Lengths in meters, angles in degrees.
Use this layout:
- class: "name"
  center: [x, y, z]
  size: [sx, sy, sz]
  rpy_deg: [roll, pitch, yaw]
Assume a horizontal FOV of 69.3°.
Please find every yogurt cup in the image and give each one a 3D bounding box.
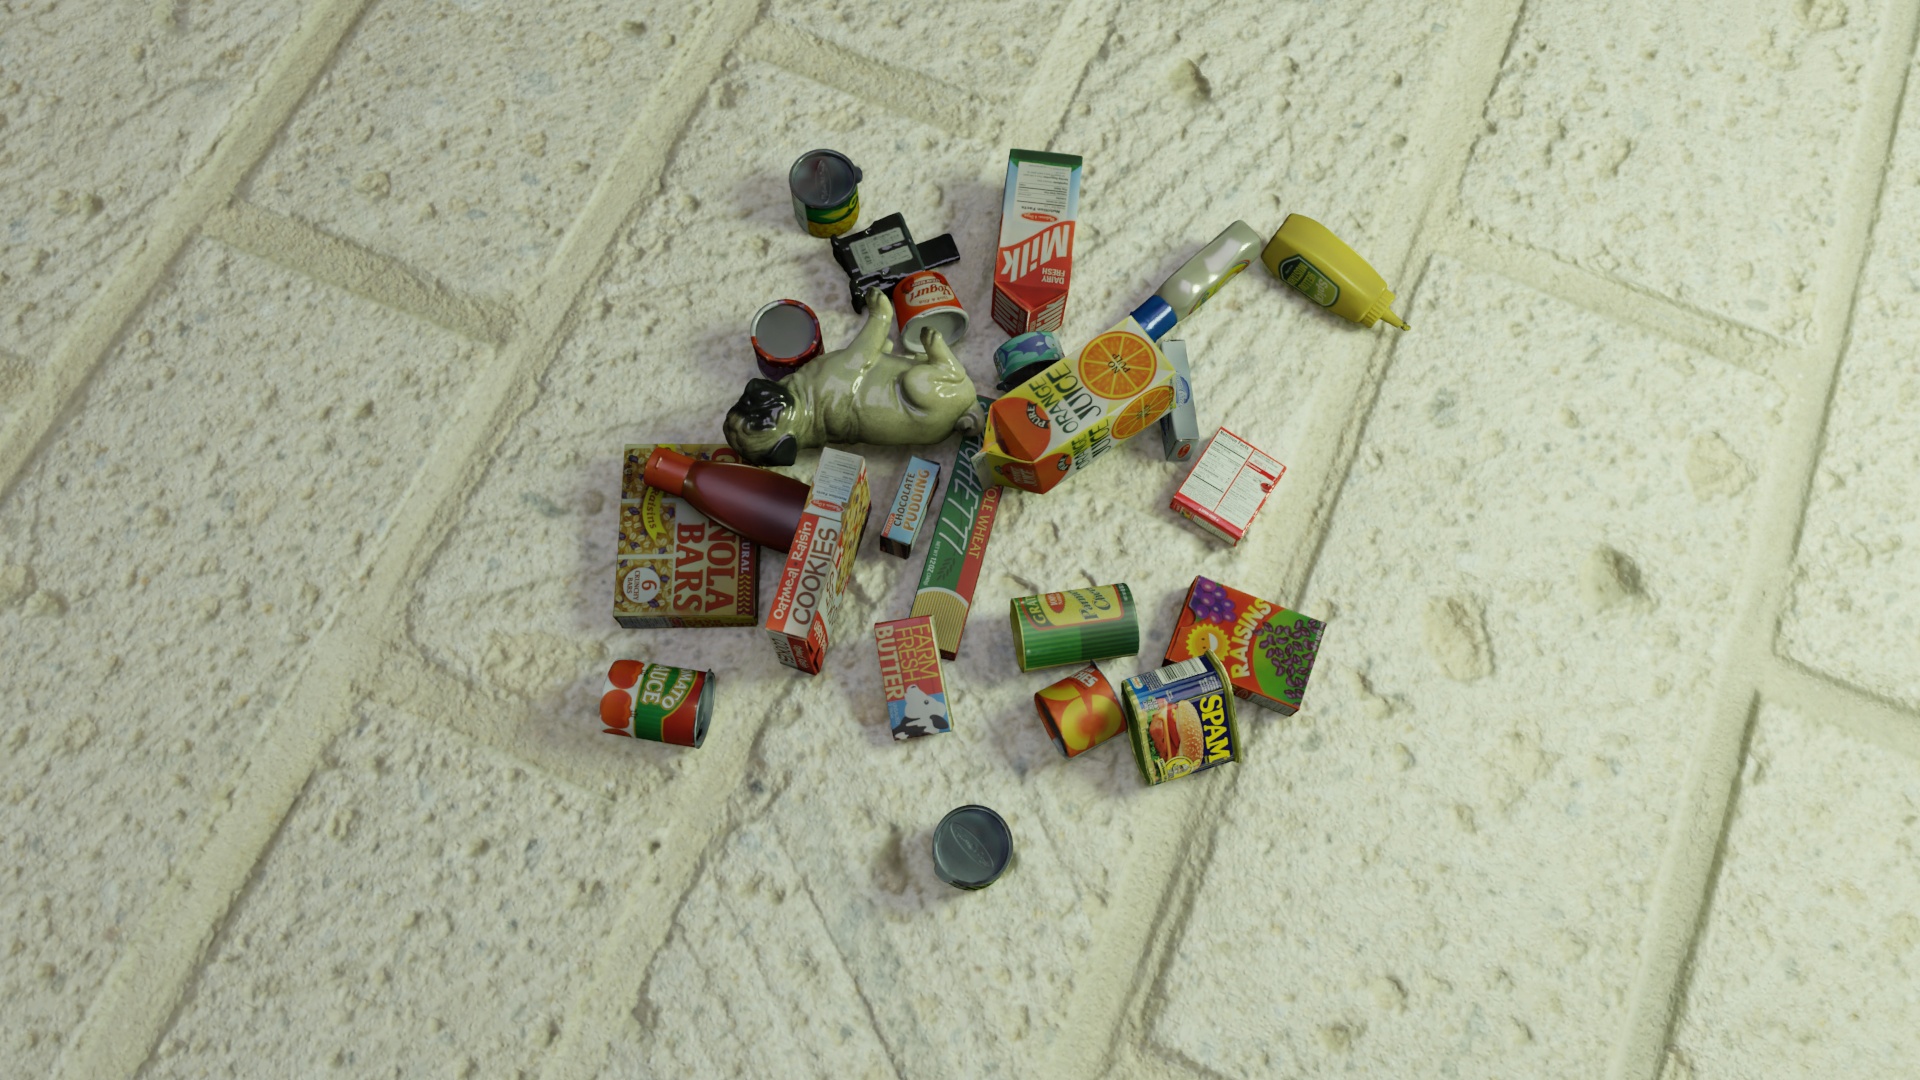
- class: "yogurt cup"
  center: [-0.031, -0.218, 1.319]
  size: [0.072, 0.072, 0.054]
  rpy_deg: [-17, 65, -7]

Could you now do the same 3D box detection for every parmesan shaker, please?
- class: "parmesan shaker"
  center: [0.099, 0.075, 1.222]
  size: [0.103, 0.071, 0.071]
  rpy_deg: [-8, 72, -5]

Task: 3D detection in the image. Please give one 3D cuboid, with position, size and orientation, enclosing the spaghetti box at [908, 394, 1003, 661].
- class: "spaghetti box"
  center: [0.005, -0.016, 1.268]
  size: [0.050, 0.028, 0.251]
  rpy_deg: [15, 72, 3]

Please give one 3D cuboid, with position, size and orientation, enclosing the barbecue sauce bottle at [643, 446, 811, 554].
- class: "barbecue sauce bottle"
  center: [-0.203, -0.041, 1.221]
  size: [0.148, 0.043, 0.065]
  rpy_deg: [20, 75, 4]

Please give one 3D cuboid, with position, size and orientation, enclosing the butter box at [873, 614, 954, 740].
- class: "butter box"
  center: [-0.041, 0.118, 1.204]
  size: [0.053, 0.024, 0.103]
  rpy_deg: [-11, 91, 3]

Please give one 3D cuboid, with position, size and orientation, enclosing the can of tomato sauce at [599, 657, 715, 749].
- class: "can of tomato sauce"
  center: [-0.258, 0.137, 1.186]
  size: [0.083, 0.071, 0.071]
  rpy_deg: [9, 71, 2]

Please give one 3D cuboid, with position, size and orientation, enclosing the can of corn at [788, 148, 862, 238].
- class: "can of corn"
  center: [-0.130, -0.339, 1.359]
  size: [0.071, 0.058, 0.071]
  rpy_deg: [1, 71, -1]

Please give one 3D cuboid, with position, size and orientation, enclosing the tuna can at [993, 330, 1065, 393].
- class: "tuna can"
  center: [0.063, -0.166, 1.302]
  size: [0.071, 0.071, 0.033]
  rpy_deg: [-15, 72, -6]

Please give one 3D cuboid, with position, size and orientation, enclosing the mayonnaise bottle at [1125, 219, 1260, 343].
- class: "mayonnaise bottle"
  center: [0.223, -0.244, 1.337]
  size: [0.148, 0.064, 0.041]
  rpy_deg: [-41, 81, -10]

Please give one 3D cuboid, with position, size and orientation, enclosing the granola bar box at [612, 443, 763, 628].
- class: "granola bar box"
  center: [-0.243, -0.006, 1.251]
  size: [0.124, 0.039, 0.166]
  rpy_deg: [0, 71, -3]

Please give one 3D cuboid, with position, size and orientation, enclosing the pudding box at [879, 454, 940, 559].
- class: "pudding box"
  center: [-0.045, -0.030, 1.260]
  size: [0.030, 0.049, 0.084]
  rpy_deg: [20, 73, 3]

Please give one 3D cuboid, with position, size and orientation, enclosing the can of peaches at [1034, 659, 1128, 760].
- class: "can of peaches"
  center: [0.102, 0.146, 1.195]
  size: [0.058, 0.071, 0.071]
  rpy_deg: [-26, 74, -9]

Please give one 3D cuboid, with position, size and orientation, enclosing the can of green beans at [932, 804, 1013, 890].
- class: "can of green beans"
  center: [0.009, 0.257, 1.159]
  size: [0.071, 0.057, 0.071]
  rpy_deg: [1, 71, -2]

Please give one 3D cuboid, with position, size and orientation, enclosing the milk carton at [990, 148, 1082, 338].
- class: "milk carton"
  center: [0.071, -0.274, 1.336]
  size: [0.073, 0.072, 0.191]
  rpy_deg: [7, 70, 1]

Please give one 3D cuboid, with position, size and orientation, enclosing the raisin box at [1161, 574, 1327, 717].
- class: "raisin box"
  center: [0.251, 0.094, 1.233]
  size: [0.123, 0.040, 0.086]
  rpy_deg: [21, 73, 6]

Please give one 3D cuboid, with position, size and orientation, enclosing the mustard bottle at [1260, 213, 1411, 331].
- class: "mustard bottle"
  center: [0.368, -0.250, 1.342]
  size: [0.160, 0.065, 0.049]
  rpy_deg: [37, 70, 6]

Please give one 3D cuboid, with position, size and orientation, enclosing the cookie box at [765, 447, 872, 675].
- class: "cookie box"
  center: [-0.119, 0.021, 1.202]
  size: [0.040, 0.122, 0.168]
  rpy_deg: [15, 71, 4]

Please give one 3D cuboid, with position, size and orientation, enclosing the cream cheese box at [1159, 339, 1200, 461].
- class: "cream cheese box"
  center: [0.201, -0.131, 1.300]
  size: [0.024, 0.053, 0.104]
  rpy_deg: [-4, 71, -5]

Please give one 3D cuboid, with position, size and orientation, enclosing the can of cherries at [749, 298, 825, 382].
- class: "can of cherries"
  center: [-0.159, -0.184, 1.305]
  size: [0.071, 0.058, 0.071]
  rpy_deg: [0, 71, -1]

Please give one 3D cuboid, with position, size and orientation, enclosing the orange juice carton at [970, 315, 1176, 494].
- class: "orange juice carton"
  center: [0.095, -0.109, 1.239]
  size: [0.193, 0.071, 0.073]
  rpy_deg: [-33, 67, -5]
